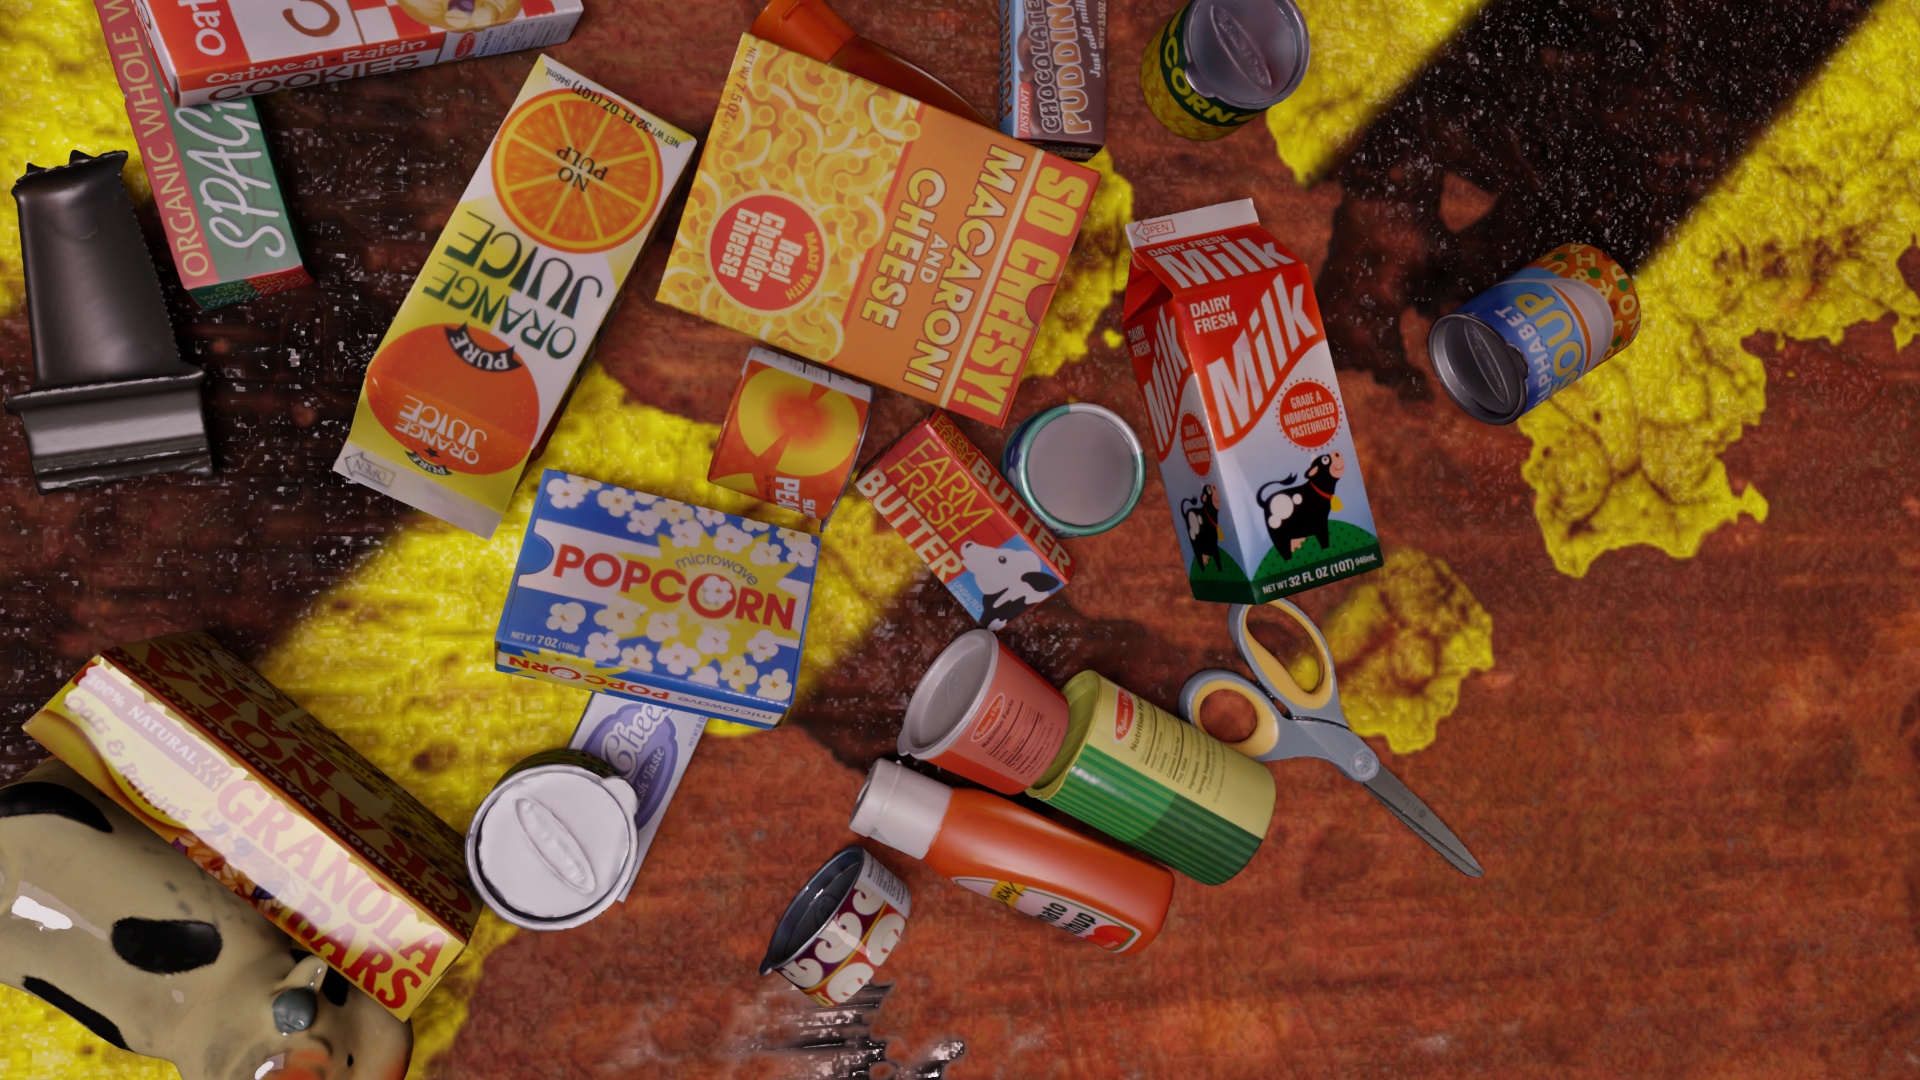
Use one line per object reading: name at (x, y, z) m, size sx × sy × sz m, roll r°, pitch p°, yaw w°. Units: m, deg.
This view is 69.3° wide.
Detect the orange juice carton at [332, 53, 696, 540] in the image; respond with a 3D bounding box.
orange juice carton at (-0.190, -0.100, 0.597) m, size 0.072 × 0.073 × 0.193 m, roll 27°, pitch 83°, yaw -13°

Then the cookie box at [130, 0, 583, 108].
cookie box at (-0.263, -0.259, 0.581) m, size 0.168 × 0.040 × 0.123 m, roll -22°, pitch 95°, yaw -28°

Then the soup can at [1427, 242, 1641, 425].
soup can at (0.302, -0.108, 0.726) m, size 0.084 × 0.071 × 0.071 m, roll -31°, pitch 96°, yaw -13°

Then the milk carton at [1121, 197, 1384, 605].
milk carton at (0.136, -0.069, 0.680) m, size 0.072 × 0.073 × 0.190 m, roll -15°, pitch 92°, yaw -14°

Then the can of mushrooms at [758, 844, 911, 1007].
can of mushrooms at (-0.056, 0.176, 0.628) m, size 0.033 × 0.071 × 0.071 m, roll 42°, pitch 79°, yaw -12°

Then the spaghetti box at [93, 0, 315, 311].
spaghetti box at (-0.335, -0.224, 0.585) m, size 0.050 × 0.028 × 0.249 m, roll -17°, pitch 93°, yaw -15°

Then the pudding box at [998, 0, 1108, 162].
pudding box at (0.045, -0.233, 0.683) m, size 0.050 × 0.030 × 0.083 m, roll 2°, pitch 88°, yaw -14°

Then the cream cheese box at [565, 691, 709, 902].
cream cheese box at (-0.154, 0.104, 0.626) m, size 0.053 × 0.024 × 0.104 m, roll 25°, pitch 82°, yaw -11°

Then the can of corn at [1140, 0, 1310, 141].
can of corn at (0.128, -0.237, 0.691) m, size 0.071 × 0.058 × 0.071 m, roll 0°, pitch 89°, yaw -15°

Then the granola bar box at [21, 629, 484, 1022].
granola bar box at (-0.262, 0.104, 0.546) m, size 0.165 × 0.124 × 0.039 m, roll 43°, pitch 81°, yaw -10°

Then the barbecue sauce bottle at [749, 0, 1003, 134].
barbecue sauce bottle at (-0.033, -0.198, 0.655) m, size 0.148 × 0.043 × 0.065 m, roll 43°, pitch 84°, yaw -9°

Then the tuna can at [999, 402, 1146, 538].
tuna can at (0.054, -0.032, 0.679) m, size 0.071 × 0.033 × 0.071 m, roll 0°, pitch 88°, yaw -15°

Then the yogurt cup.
yogurt cup at (0.014, 0.083, 0.650) m, size 0.054 × 0.072 × 0.072 m, roll 34°, pitch 81°, yaw -20°

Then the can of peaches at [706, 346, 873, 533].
can of peaches at (-0.078, -0.046, 0.627) m, size 0.058 × 0.071 × 0.071 m, roll 19°, pitch 84°, yaw -13°

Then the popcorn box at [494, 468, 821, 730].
popcorn box at (-0.131, 0.027, 0.611) m, size 0.127 × 0.038 × 0.085 m, roll 14°, pitch 61°, yaw -14°

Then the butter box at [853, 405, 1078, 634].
butter box at (0.002, -0.008, 0.656) m, size 0.053 × 0.024 × 0.103 m, roll -37°, pitch 100°, yaw 29°

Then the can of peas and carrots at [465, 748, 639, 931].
can of peas and carrots at (-0.166, 0.121, 0.578) m, size 0.071 × 0.058 × 0.071 m, roll 1°, pitch 88°, yaw -14°

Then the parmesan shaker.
parmesan shaker at (0.090, 0.117, 0.665) m, size 0.103 × 0.071 × 0.071 m, roll 30°, pitch 82°, yaw -13°

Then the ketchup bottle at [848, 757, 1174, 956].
ketchup bottle at (0.022, 0.147, 0.653) m, size 0.149 × 0.064 × 0.044 m, roll 24°, pitch 62°, yaw -4°

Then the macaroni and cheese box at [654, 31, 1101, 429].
macaroni and cheese box at (-0.037, -0.136, 0.624) m, size 0.166 × 0.040 × 0.123 m, roll 20°, pitch 103°, yaw -5°
